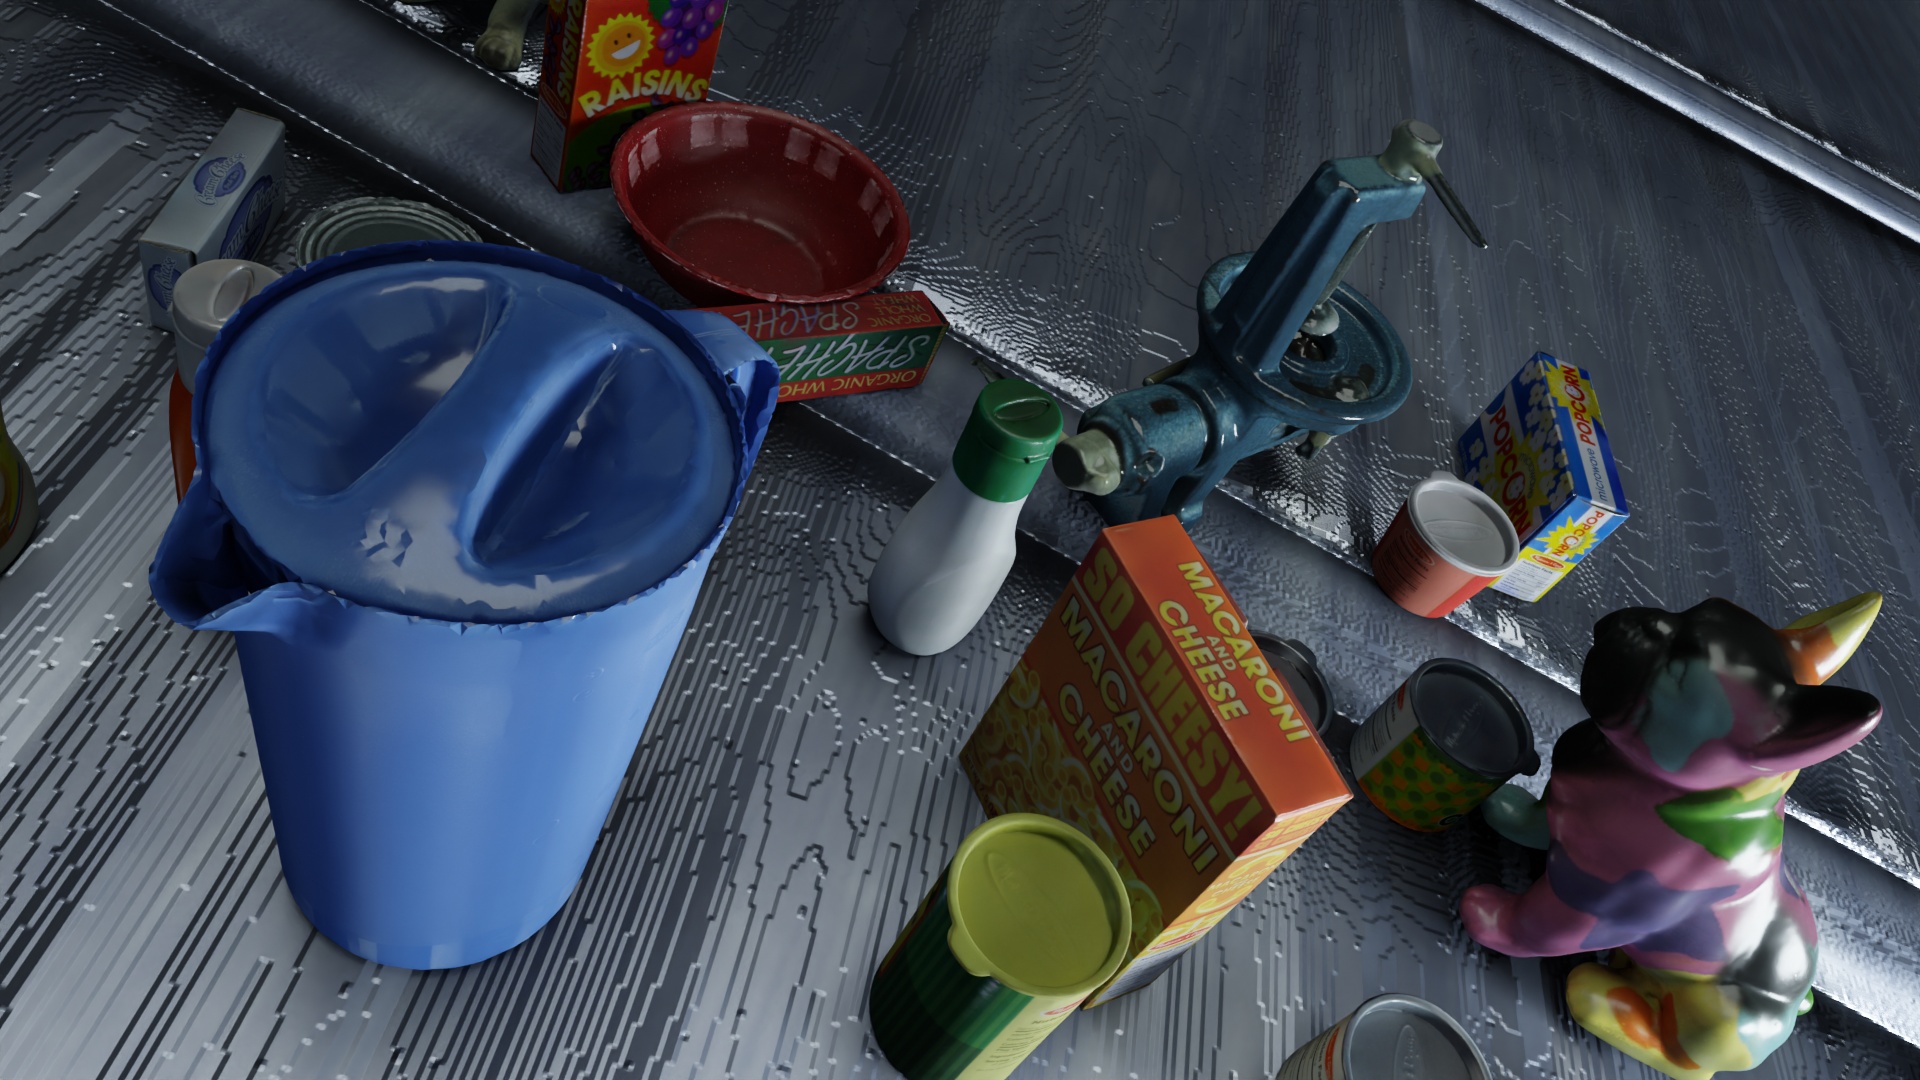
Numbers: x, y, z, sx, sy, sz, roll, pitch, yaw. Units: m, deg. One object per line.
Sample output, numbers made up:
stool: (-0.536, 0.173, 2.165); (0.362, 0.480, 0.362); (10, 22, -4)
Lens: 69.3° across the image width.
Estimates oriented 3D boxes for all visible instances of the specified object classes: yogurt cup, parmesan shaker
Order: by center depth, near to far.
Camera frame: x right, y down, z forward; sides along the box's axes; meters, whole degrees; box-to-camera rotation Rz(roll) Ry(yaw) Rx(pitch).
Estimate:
parmesan shaker: (0.009, 0.153, 0.503); (0.071, 0.102, 0.072); (12, 48, -14)
yogurt cup: (0.267, 0.006, 0.776); (0.072, 0.053, 0.073); (12, 48, -14)

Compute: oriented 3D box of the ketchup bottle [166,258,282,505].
ketchup bottle: (-0.265, -0.037, 0.512); (0.043, 0.148, 0.065); (11, 49, -16)

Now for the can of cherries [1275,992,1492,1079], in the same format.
can of cherries: (0.167, 0.222, 0.545); (0.071, 0.058, 0.072); (12, 48, -14)

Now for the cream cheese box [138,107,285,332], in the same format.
cream cheese box: (-0.340, -0.146, 0.638); (0.024, 0.053, 0.104); (15, 47, -12)

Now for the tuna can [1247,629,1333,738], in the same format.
tuna can: (0.145, 0.078, 0.675); (0.071, 0.032, 0.071); (12, 48, -14)

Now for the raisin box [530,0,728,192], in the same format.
raisin box: (-0.180, -0.254, 0.753); (0.086, 0.122, 0.040); (-20, 62, -35)

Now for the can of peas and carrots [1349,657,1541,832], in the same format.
can of peas and carrots: (0.235, 0.102, 0.677); (0.071, 0.058, 0.071); (12, 48, -14)

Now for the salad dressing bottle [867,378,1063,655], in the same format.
salad dressing bottle: (0.002, -0.008, 0.606); (0.064, 0.146, 0.044); (-15, 59, -33)

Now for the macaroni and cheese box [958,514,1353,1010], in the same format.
macaroni and cheese box: (0.065, 0.089, 0.539); (0.040, 0.165, 0.124); (-10, 57, -30)

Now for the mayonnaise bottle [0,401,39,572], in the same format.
mayonnaise bottle: (-0.358, -0.040, 0.475); (0.041, 0.147, 0.065); (22, 46, -5)

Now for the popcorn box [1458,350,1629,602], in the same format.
popcorn box: (0.343, -0.038, 0.826); (0.038, 0.084, 0.127); (18, 47, -9)

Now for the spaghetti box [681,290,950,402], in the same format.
spaghetti box: (-0.123, -0.089, 0.687); (0.251, 0.050, 0.029); (-11, 57, -31)
